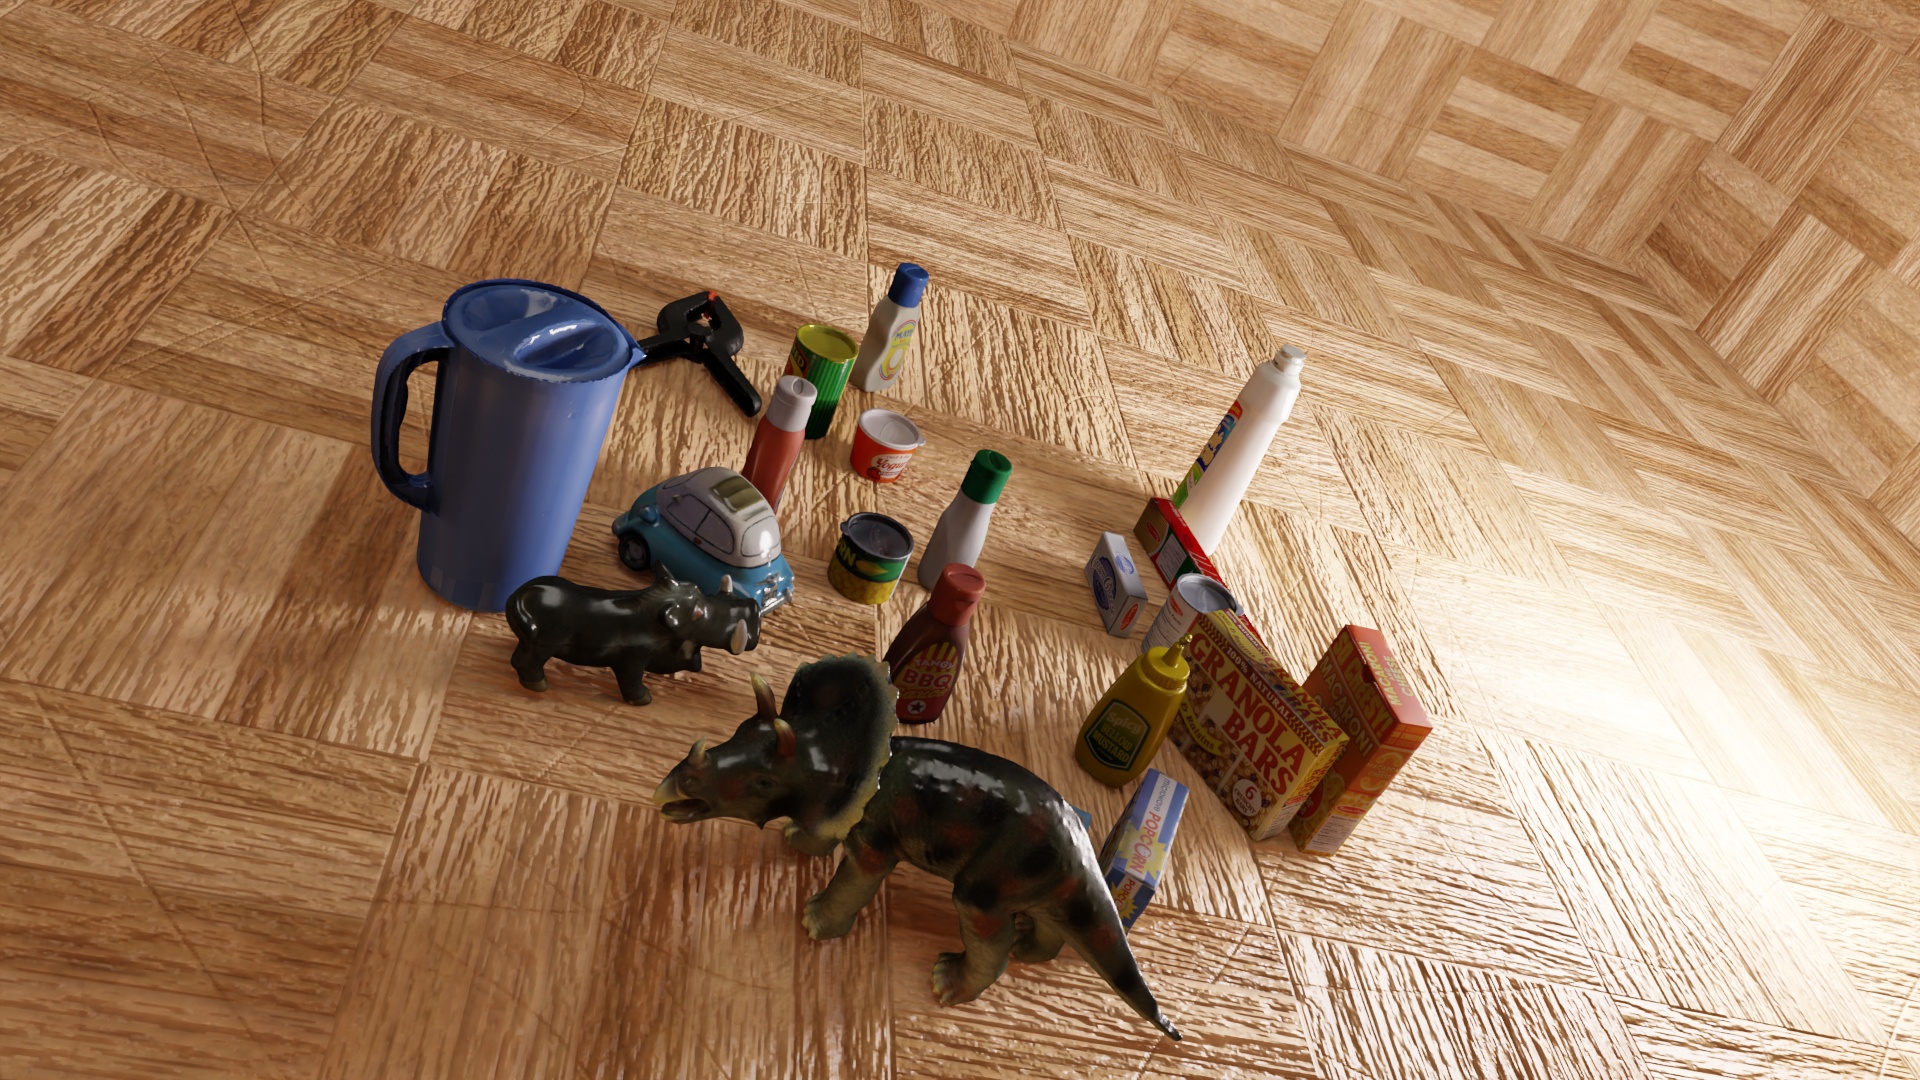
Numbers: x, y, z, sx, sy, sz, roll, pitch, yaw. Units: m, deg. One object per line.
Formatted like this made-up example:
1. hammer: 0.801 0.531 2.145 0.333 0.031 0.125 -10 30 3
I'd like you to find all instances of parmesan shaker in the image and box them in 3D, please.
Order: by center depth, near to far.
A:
1. parmesan shaker: -0.152 -0.162 1.436 0.071 0.102 0.072 17 33 -12

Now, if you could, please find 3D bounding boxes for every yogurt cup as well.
1. yogurt cup: -0.080 -0.096 1.435 0.072 0.053 0.073 17 33 -12

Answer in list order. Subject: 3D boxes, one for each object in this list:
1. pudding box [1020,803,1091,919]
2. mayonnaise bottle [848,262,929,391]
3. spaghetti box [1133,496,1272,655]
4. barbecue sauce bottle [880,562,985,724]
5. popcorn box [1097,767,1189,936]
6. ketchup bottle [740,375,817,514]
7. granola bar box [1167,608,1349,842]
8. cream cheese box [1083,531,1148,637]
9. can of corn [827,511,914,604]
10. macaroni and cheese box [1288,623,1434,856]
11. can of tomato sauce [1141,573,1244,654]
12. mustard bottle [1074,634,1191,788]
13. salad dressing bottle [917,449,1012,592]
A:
1. pudding box: 0.071 0.244 1.058 0.030 0.049 0.084 25 33 1
2. mayonnaise bottle: -0.076 -0.237 1.550 0.041 0.147 0.065 39 35 20
3. spaghetti box: 0.248 0.052 1.444 0.029 0.050 0.251 6 37 -27
4. barbecue sauce bottle: -0.023 0.084 1.131 0.065 0.147 0.044 9 36 -23
5. popcorn box: 0.130 0.245 1.063 0.038 0.084 0.127 29 33 6
6. ketchup bottle: -0.171 -0.080 1.266 0.043 0.148 0.065 17 33 -13
7. granola bar box: 0.249 0.161 1.223 0.039 0.123 0.166 -5 43 -38
8. cream cheese box: 0.155 0.044 1.392 0.024 0.053 0.104 11 35 -20
9. can of corn: -0.085 0.016 1.270 0.071 0.058 0.071 17 33 -12
10. macaroni and cheese box: 0.332 0.175 1.218 0.040 0.165 0.124 12 35 -19
11. can of tomato sauce: 0.224 0.085 1.352 0.071 0.082 0.071 17 33 -12
12. mustard bottle: 0.151 0.136 1.161 0.065 0.159 0.049 36 34 16
13. salad dressing bottle: 0.005 -0.016 1.291 0.044 0.146 0.064 11 35 -21
